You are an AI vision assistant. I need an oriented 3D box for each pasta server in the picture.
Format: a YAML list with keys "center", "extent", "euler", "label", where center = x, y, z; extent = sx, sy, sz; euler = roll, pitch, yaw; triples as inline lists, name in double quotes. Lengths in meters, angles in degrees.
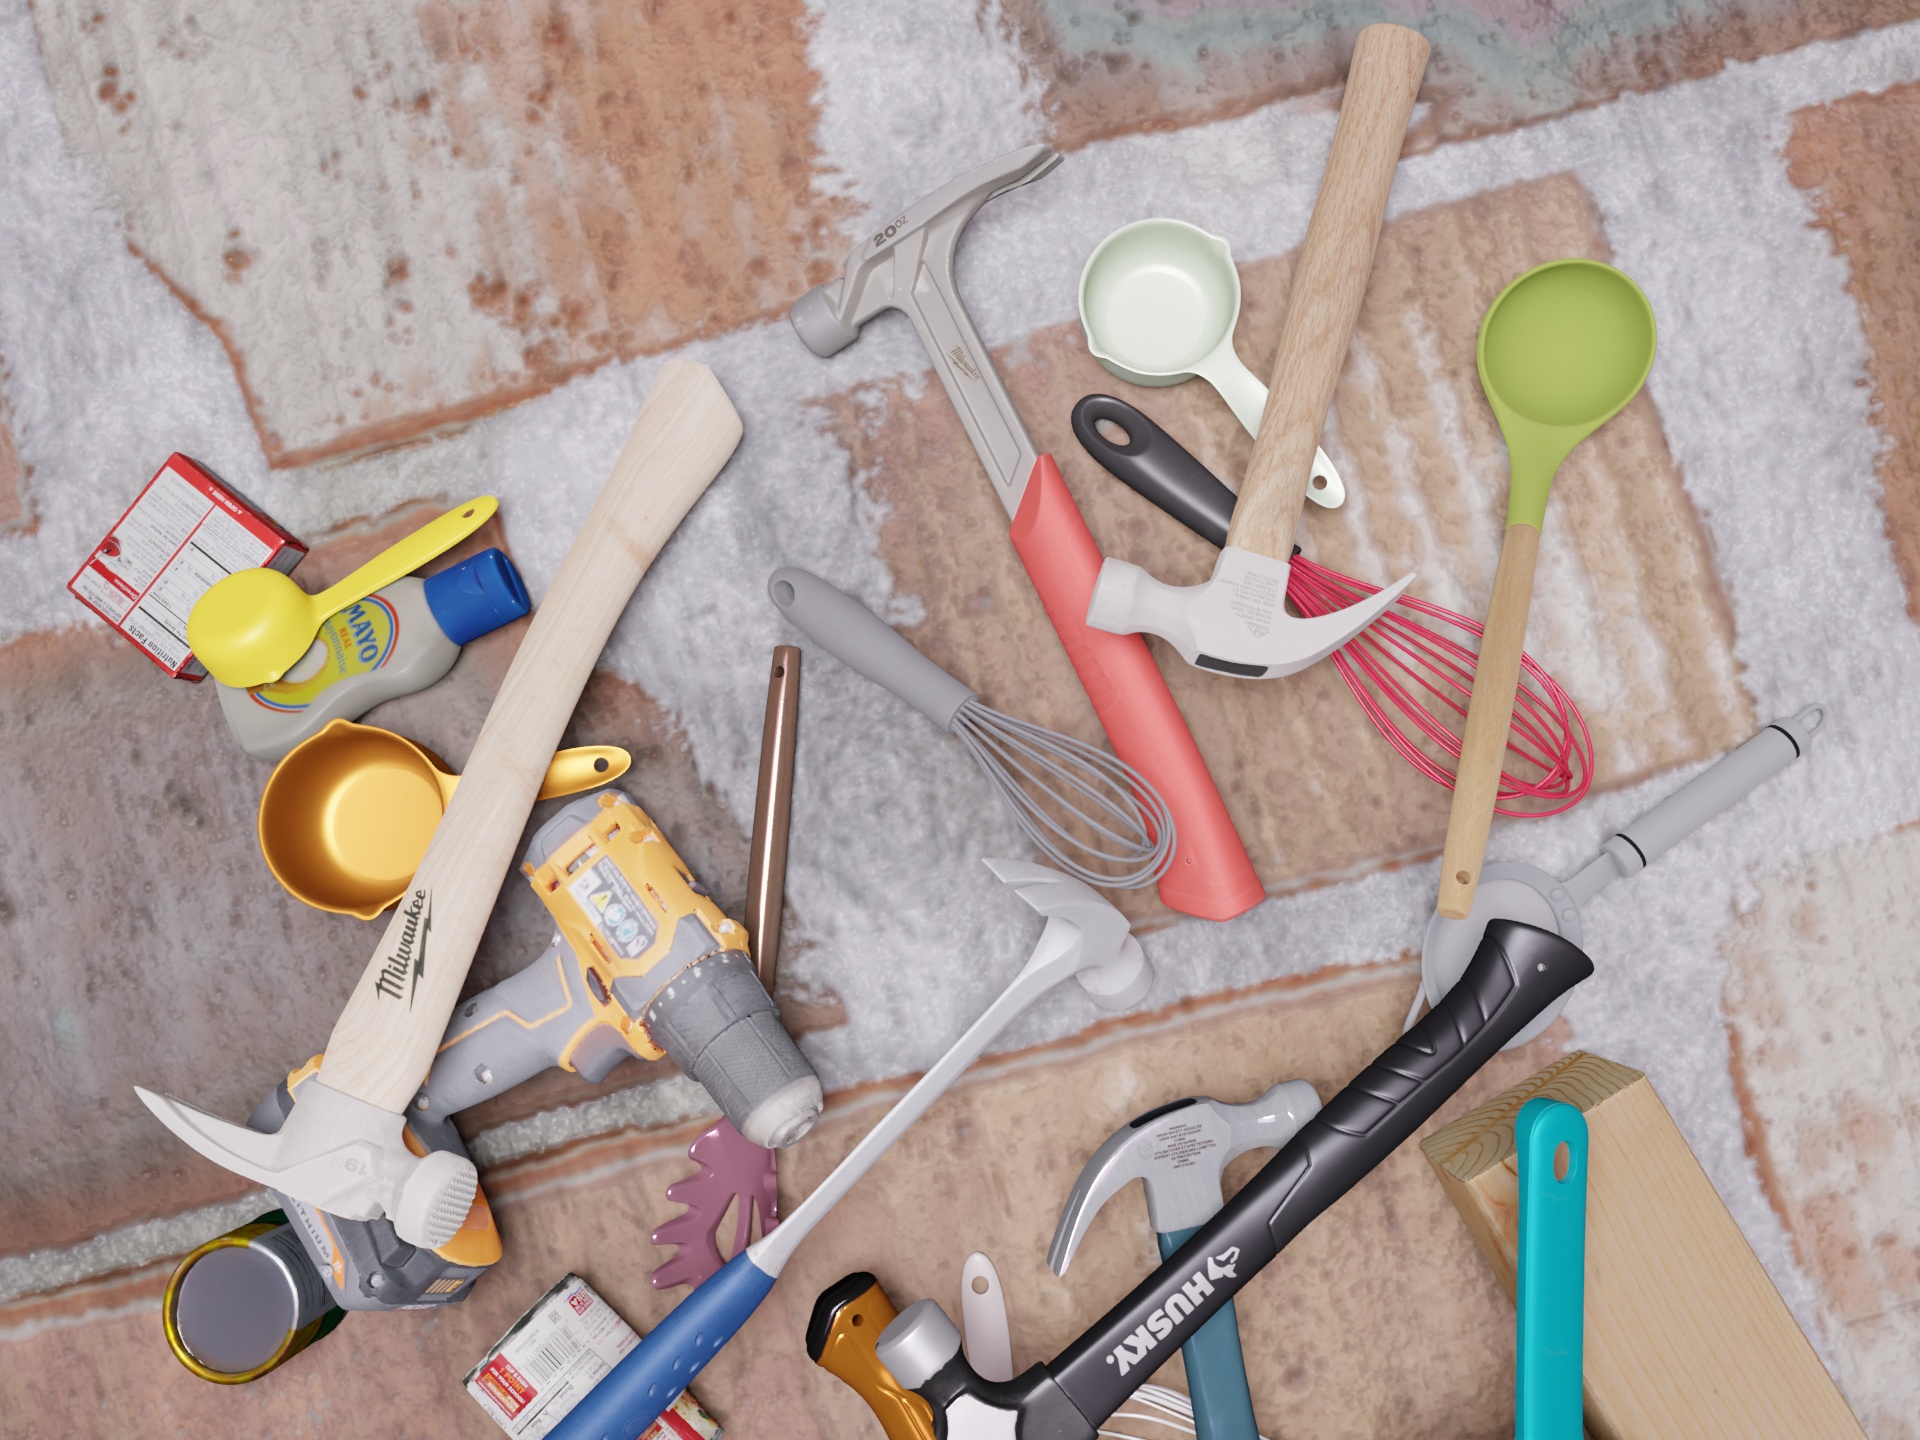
- center: [-0.099, 0.120, 0.750]
  extent: [0.060, 0.040, 0.316]
  euler: [3, 84, 19]
  label: "pasta server"

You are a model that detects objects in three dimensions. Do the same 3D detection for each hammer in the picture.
- center: [0.120, 0.329, 0.676]
  extent: [0.128, 0.033, 0.331]
  euler: [-9, 84, -6]
  label: "hammer"
- center: [0.057, -0.077, 0.740]
  extent: [0.149, 0.036, 0.359]
  euler: [-28, 87, 23]
  label: "hammer"
- center: [0.040, 0.391, 0.700]
  extent: [0.127, 0.034, 0.337]
  euler: [-31, 86, -16]
  label: "hammer"
- center: [0.137, 0.203, 0.660]
  extent: [0.335, 0.035, 0.146]
  euler: [-40, 88, -9]
  label: "hammer"
- center: [-0.208, 0.011, 0.715]
  extent: [0.146, 0.038, 0.411]
  euler: [17, 71, 12]
  label: "hammer"
- center: [-0.079, 0.218, 0.668]
  extent: [0.405, 0.143, 0.035]
  euler: [-45, 56, -7]
  label: "hammer"
- center: [0.163, -0.174, 0.720]
  extent: [0.130, 0.031, 0.331]
  euler: [17, 75, 2]
  label: "hammer"

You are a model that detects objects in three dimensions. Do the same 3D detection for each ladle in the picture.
- center: [0.242, -0.066, 0.684]
  extent: [0.078, 0.062, 0.320]
  euler: [16, 65, 8]
  label: "ladle"

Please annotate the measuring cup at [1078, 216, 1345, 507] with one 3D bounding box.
- center: [0.123, -0.163, 0.759]
  extent: [0.083, 0.038, 0.167]
  euler: [-40, 86, 0]
  label: "measuring cup"

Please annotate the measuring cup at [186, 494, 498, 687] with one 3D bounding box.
- center: [-0.291, -0.071, 0.747]
  extent: [0.156, 0.029, 0.062]
  euler: [-31, 51, -3]
  label: "measuring cup"

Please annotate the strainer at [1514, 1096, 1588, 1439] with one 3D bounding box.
- center: [0.203, 0.314, 0.627]
  extent: [0.211, 0.095, 0.340]
  euler: [4, 87, -22]
  label: "strainer"

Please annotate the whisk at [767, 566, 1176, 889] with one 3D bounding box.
- center: [-0.001, -0.002, 0.736]
  extent: [0.239, 0.055, 0.055]
  euler: [37, 89, 19]
  label: "whisk"

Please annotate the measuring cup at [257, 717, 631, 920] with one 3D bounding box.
- center: [-0.239, 0.039, 0.759]
  extent: [0.173, 0.052, 0.095]
  euler: [-12, 83, -4]
  label: "measuring cup"

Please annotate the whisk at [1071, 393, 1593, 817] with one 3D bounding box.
- center: [0.167, -0.059, 0.739]
  extent: [0.296, 0.073, 0.073]
  euler: [40, 89, 12]
  label: "whisk"

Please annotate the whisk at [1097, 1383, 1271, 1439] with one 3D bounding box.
- center: [0.160, 0.340, 0.714]
  extent: [0.246, 0.058, 0.059]
  euler: [12, 117, 0]
  label: "whisk"

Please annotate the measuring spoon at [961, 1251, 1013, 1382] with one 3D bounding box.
- center: [0.015, 0.311, 0.737]
  extent: [0.034, 0.018, 0.124]
  euler: [-8, 84, 3]
  label: "measuring spoon"

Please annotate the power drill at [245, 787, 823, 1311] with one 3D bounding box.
- center: [-0.184, 0.167, 0.712]
  extent: [0.226, 0.084, 0.185]
  euler: [-42, 66, -2]
  label: "power drill"

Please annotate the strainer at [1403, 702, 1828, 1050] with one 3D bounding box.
- center: [0.297, 0.068, 0.729]
  extent: [0.258, 0.050, 0.086]
  euler: [-34, 105, -5]
  label: "strainer"
